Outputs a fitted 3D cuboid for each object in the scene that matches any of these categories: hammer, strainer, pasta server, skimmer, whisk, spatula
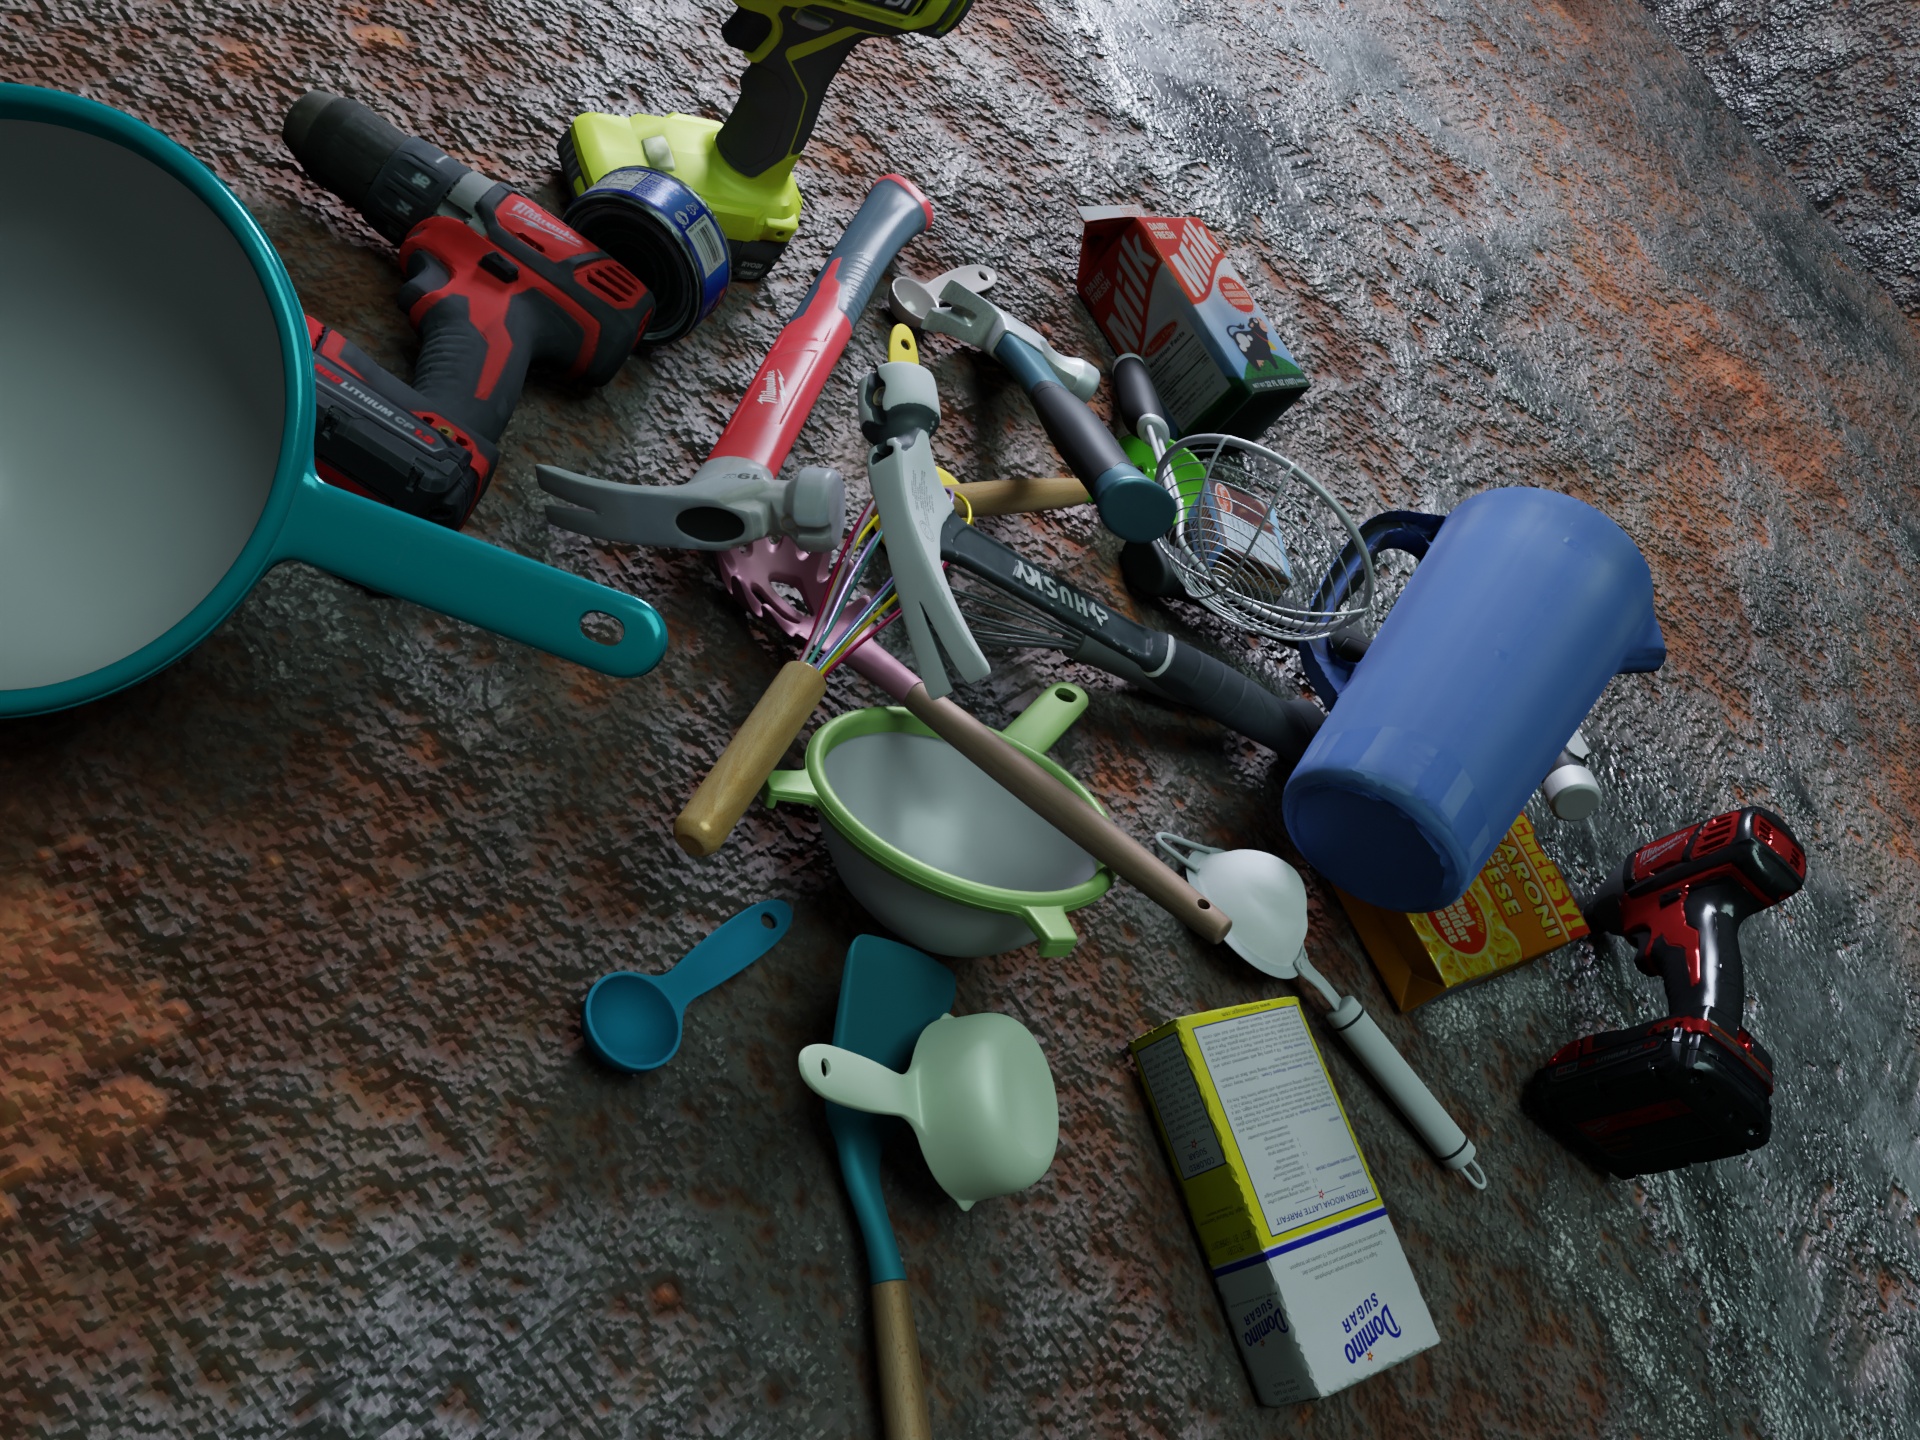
[{"bbox_3d":[0.055,-0.170,0.866,0.128,0.033,0.331,27,19,-22],"label":"hammer"},{"bbox_3d":[0.010,0.044,0.775,0.151,0.069,0.256,27,25,10],"label":"strainer"},{"bbox_3d":[-0.001,-0.002,0.732,0.316,0.040,0.060,38,51,26],"label":"pasta server"},{"bbox_3d":[-0.093,-0.210,0.864,0.143,0.038,0.387,5,40,9],"label":"hammer"},{"bbox_3d":[0.144,-0.157,0.908,0.127,0.090,0.364,53,17,-27],"label":"skimmer"},{"bbox_3d":[0.094,-0.035,0.814,0.408,0.036,0.149,24,50,-48],"label":"hammer"},{"bbox_3d":[0.204,0.150,0.858,0.258,0.050,0.087,51,30,-1],"label":"strainer"},{"bbox_3d":[-0.263,-0.083,0.568,0.340,0.095,0.211,20,87,-4],"label":"strainer"},{"bbox_3d":[0.065,-0.048,0.885,0.238,0.055,0.055,19,51,-32],"label":"whisk"},{"bbox_3d":[-0.017,0.243,0.617,0.082,0.044,0.318,34,40,-52],"label":"spatula"},{"bbox_3d":[0.252,-0.046,1.010,0.334,0.035,0.146,21,35,-16],"label":"hammer"},{"bbox_3d":[-0.056,-0.033,0.704,0.047,0.051,0.245,27,51,4],"label":"whisk"}]

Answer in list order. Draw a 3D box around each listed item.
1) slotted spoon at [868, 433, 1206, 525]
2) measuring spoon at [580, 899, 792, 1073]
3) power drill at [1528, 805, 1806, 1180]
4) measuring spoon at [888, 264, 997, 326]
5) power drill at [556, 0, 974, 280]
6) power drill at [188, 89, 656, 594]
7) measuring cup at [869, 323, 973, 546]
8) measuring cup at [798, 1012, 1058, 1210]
[{"bbox_3d":[0.052,-0.133,0.919,0.313,0.031,0.070,-15,70,-51],"label":"slotted spoon"},{"bbox_3d":[-0.113,0.109,0.665,0.042,0.021,0.128,50,35,4],"label":"measuring spoon"},{"bbox_3d":[0.422,0.156,0.954,0.078,0.143,0.220,40,51,-10],"label":"power drill"},{"bbox_3d":[-0.010,-0.270,1.008,0.034,0.018,0.124,49,37,2],"label":"measuring spoon"},{"bbox_3d":[-0.114,-0.337,0.821,0.171,0.223,0.080,-3,63,-39],"label":"power drill"},{"bbox_3d":[-0.257,-0.183,0.715,0.187,0.080,0.227,34,43,-14],"label":"power drill"},{"bbox_3d":[-0.022,-0.160,0.889,0.062,0.029,0.157,11,65,-37],"label":"measuring cup"},{"bbox_3d":[-0.007,0.145,0.628,0.167,0.038,0.083,37,42,-56],"label":"measuring cup"}]
